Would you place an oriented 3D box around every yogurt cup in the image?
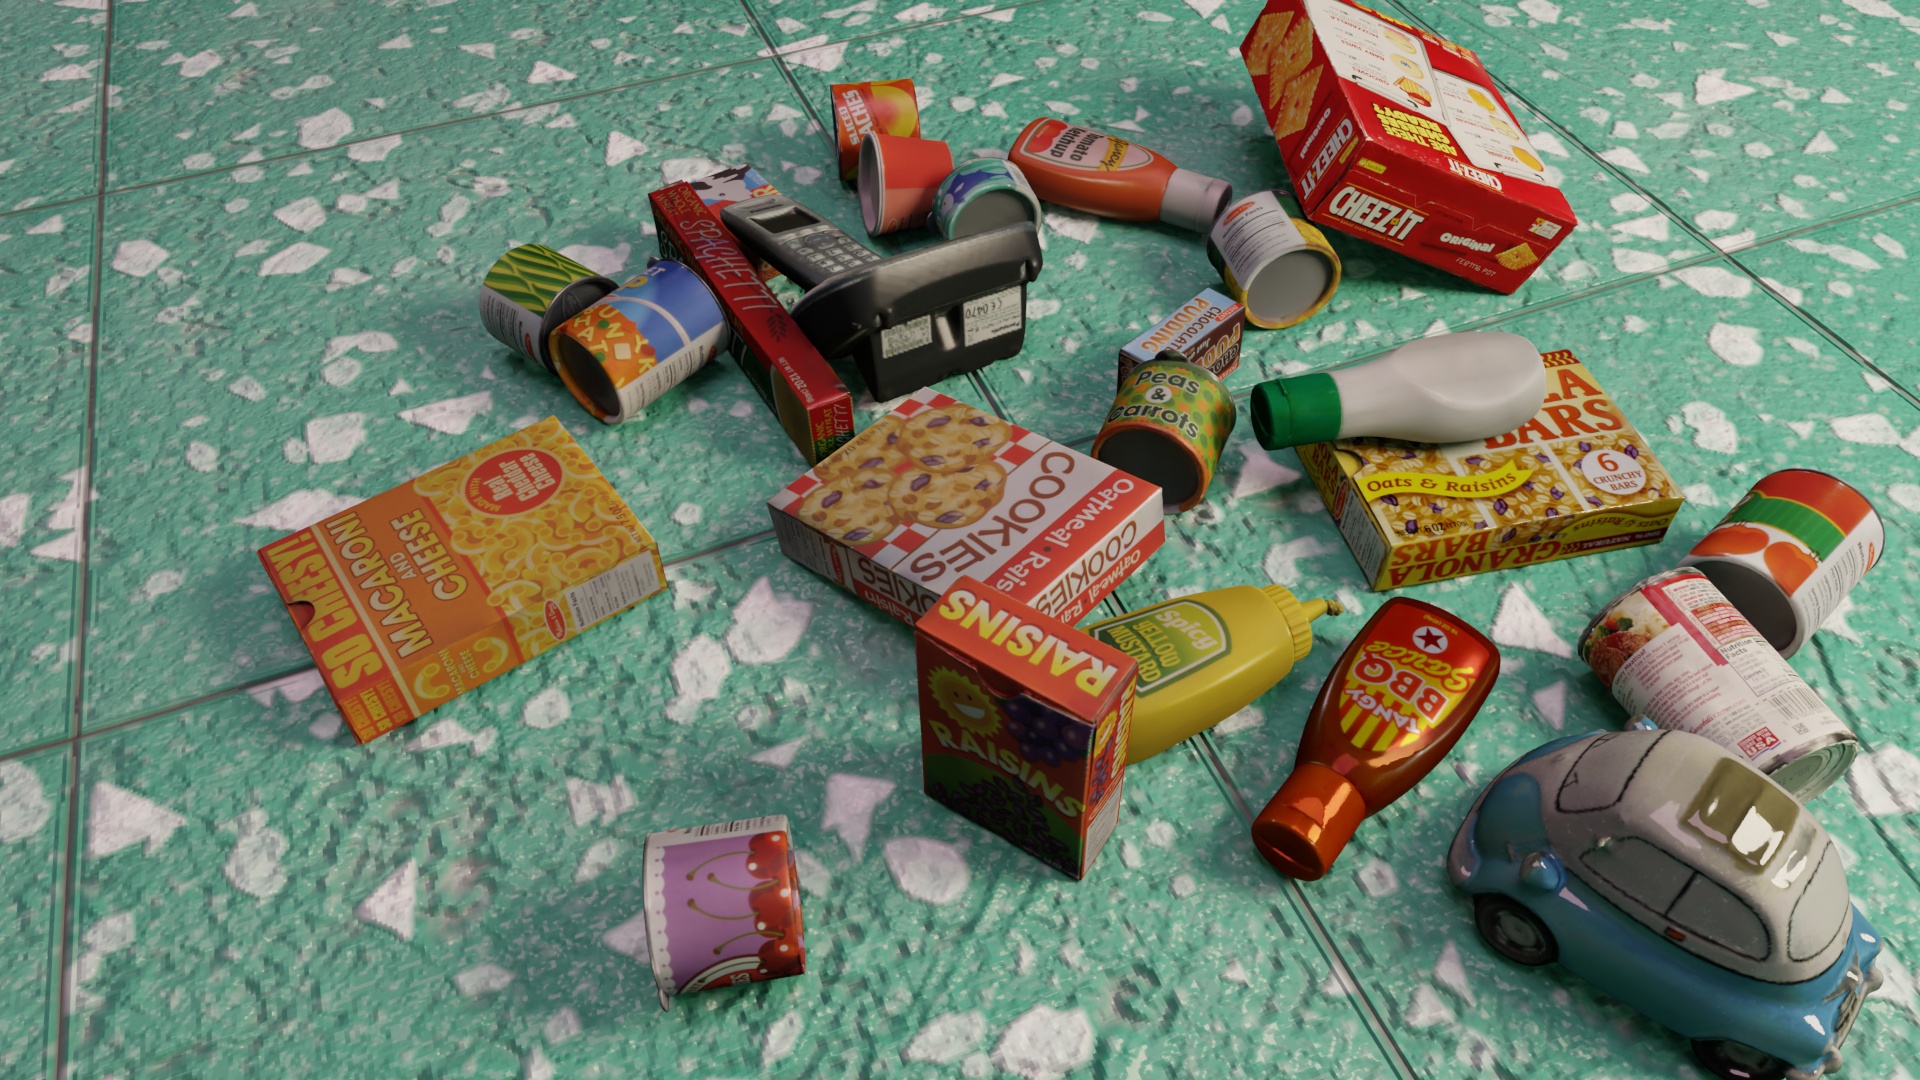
[{"bbox_3d":[-0.036,-0.239,0.929,0.054,0.072,0.073,-5,47,-14],"label":"yogurt cup"}]

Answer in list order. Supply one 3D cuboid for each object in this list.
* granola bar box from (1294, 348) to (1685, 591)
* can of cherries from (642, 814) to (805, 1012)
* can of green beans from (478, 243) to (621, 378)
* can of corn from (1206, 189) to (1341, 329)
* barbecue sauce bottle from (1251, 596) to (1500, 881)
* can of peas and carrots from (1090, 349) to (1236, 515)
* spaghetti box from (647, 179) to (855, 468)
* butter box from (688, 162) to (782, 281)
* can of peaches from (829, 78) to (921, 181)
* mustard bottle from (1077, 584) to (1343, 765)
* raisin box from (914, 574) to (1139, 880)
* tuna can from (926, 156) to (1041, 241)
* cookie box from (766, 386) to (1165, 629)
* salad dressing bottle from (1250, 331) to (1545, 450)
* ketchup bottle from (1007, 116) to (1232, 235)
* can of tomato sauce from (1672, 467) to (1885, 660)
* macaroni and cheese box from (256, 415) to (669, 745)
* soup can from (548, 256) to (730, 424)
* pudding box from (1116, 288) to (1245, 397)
[{"bbox_3d":[0.282,-0.042,0.757,0.166,0.038,0.125,-9,48,-8],"label":"granola bar box"},{"bbox_3d":[-0.096,0.152,0.569,0.058,0.071,0.072,-7,48,-7],"label":"can of cherries"},{"bbox_3d":[-0.246,-0.139,0.838,0.058,0.071,0.071,30,54,26],"label":"can of green beans"},{"bbox_3d":[0.196,-0.173,0.863,0.071,0.070,0.058,-11,49,-8],"label":"can of corn"},{"bbox_3d":[0.186,0.091,0.633,0.065,0.043,0.149,31,55,25],"label":"barbecue sauce bottle"},{"bbox_3d":[0.110,-0.058,0.753,0.071,0.070,0.059,16,50,16],"label":"can of peas and carrots"},{"bbox_3d":[-0.131,-0.137,0.845,0.029,0.049,0.251,-23,51,-19],"label":"spaghetti box"},{"bbox_3d":[-0.141,-0.215,0.934,0.053,0.024,0.104,-28,53,-23],"label":"butter box"},{"bbox_3d":[-0.059,-0.287,0.969,0.058,0.070,0.071,-6,48,-5],"label":"can of peaches"},{"bbox_3d":[0.115,0.054,0.664,0.161,0.048,0.065,-21,47,-17],"label":"mustard bottle"},{"bbox_3d":[0.026,0.081,0.591,0.086,0.122,0.040,27,53,23],"label":"raisin box"},{"bbox_3d":[0.015,-0.210,0.900,0.071,0.070,0.033,-14,49,-11],"label":"tuna can"},{"bbox_3d":[0.003,-0.009,0.716,0.168,0.040,0.123,27,52,36],"label":"cookie box"},{"bbox_3d":[0.229,-0.076,0.732,0.148,0.043,0.064,-8,47,-6],"label":"salad dressing bottle"},{"bbox_3d":[0.109,-0.245,0.944,0.149,0.043,0.065,22,51,19],"label":"ketchup bottle"},{"bbox_3d":[0.400,0.012,0.687,0.083,0.070,0.071,-34,55,-26],"label":"can of tomato sauce"},{"bbox_3d":[-0.255,0.014,0.714,0.167,0.040,0.124,-29,52,-23],"label":"macaroni and cheese box"},{"bbox_3d":[-0.190,-0.119,0.816,0.071,0.071,0.084,31,55,26],"label":"soup can"},{"bbox_3d":[0.128,-0.105,0.810,0.084,0.049,0.030,-36,54,-29],"label":"pudding box"}]
